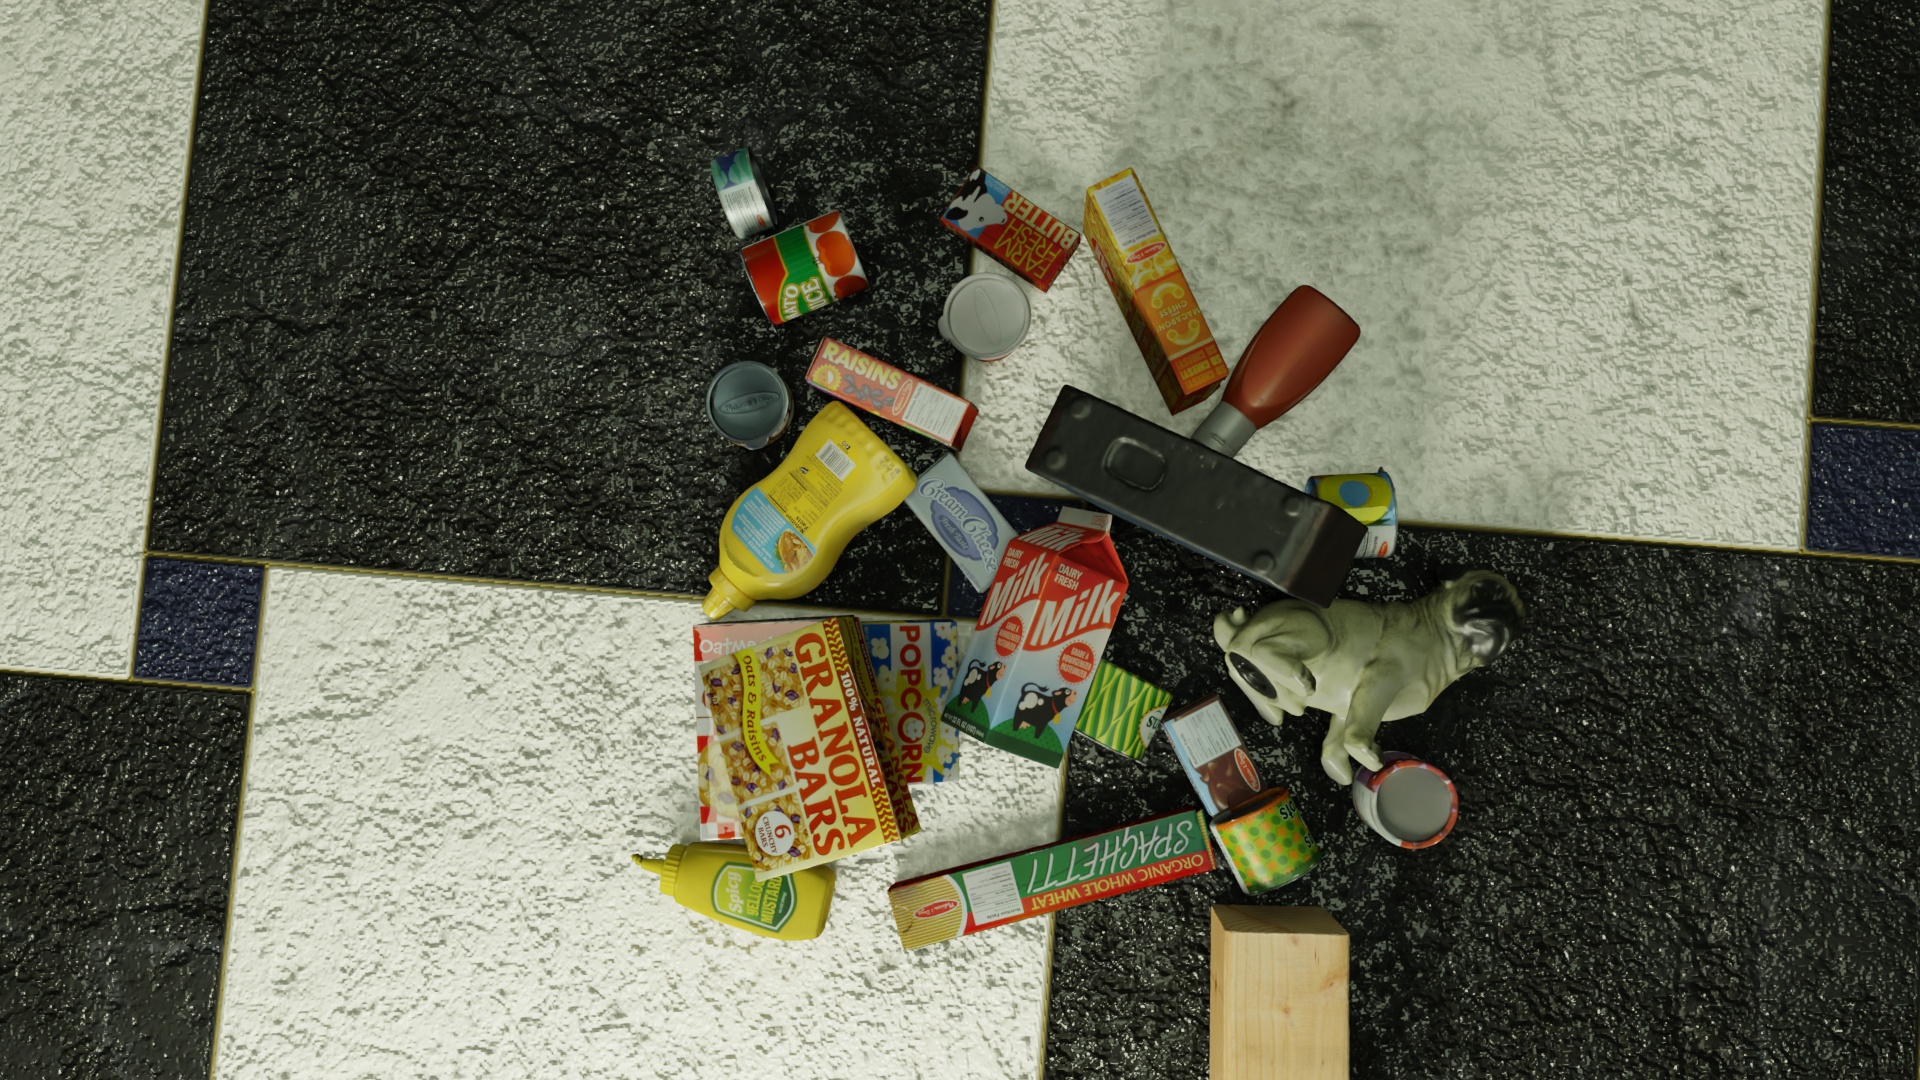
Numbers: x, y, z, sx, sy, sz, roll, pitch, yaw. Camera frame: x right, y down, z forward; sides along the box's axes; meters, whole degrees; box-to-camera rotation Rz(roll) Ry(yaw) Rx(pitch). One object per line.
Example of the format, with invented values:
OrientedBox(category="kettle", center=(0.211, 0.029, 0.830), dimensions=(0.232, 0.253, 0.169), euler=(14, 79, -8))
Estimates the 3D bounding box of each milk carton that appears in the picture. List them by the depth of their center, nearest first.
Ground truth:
OrientedBox(category="milk carton", center=(0.062, 0.066, 1.050), dimensions=(0.073, 0.072, 0.190), euler=(23, 85, -30))

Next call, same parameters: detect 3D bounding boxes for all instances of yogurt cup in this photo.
OrientedBox(category="yogurt cup", center=(0.021, -0.171, 1.088), dimensions=(0.072, 0.054, 0.072), euler=(0, 87, 3))

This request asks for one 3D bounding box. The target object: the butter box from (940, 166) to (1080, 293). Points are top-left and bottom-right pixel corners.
OrientedBox(category="butter box", center=(0.040, -0.247, 1.107), dimensions=(0.103, 0.024, 0.053), euler=(35, 88, 4))

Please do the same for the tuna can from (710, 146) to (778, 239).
OrientedBox(category="tuna can", center=(-0.171, -0.276, 1.100), dimensions=(0.033, 0.071, 0.071), euler=(-18, 86, 3))

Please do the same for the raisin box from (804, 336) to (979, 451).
OrientedBox(category="raisin box", center=(-0.051, -0.111, 1.073), dimensions=(0.123, 0.086, 0.040), euler=(25, 94, 4))

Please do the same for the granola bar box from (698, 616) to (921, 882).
OrientedBox(category="granola bar box", center=(-0.111, 0.152, 1.019), dimensions=(0.124, 0.039, 0.165), euler=(-21, 80, 20))

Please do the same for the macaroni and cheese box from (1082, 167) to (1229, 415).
OrientedBox(category="macaroni and cheese box", center=(0.146, -0.183, 1.048), dimensions=(0.040, 0.123, 0.166), euler=(-25, 86, 3))

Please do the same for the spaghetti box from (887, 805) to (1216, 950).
OrientedBox(category="spaghetti box", center=(0.071, 0.260, 1.073), dimensions=(0.250, 0.028, 0.050), euler=(-15, 86, 2))

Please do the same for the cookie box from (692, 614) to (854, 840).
OrientedBox(category="cookie box", center=(-0.142, 0.145, 1.086), dimensions=(0.123, 0.040, 0.167), euler=(-3, 88, 3))

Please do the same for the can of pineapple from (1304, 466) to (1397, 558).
OrientedBox(category="can of pineapple", center=(0.297, -0.020, 1.061), dimensions=(0.058, 0.071, 0.071), euler=(-3, 87, 3))

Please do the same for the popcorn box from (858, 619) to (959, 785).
OrientedBox(category="popcorn box", center=(-0.046, 0.124, 1.064), dimensions=(0.085, 0.038, 0.126), euler=(1, 86, -32))

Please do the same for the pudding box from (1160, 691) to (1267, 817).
OrientedBox(category="pudding box", center=(0.194, 0.165, 1.072), dimensions=(0.050, 0.030, 0.083), euler=(-28, 86, 0))

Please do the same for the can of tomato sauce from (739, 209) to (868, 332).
OrientedBox(category="can of tomato sauce", center=(-0.121, -0.212, 1.092), dimensions=(0.083, 0.071, 0.071), euler=(-22, 86, 1))

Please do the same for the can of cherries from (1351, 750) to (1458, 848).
OrientedBox(category="can of cherries", center=(0.337, 0.194, 1.049), dimensions=(0.071, 0.058, 0.071), euler=(0, 87, 3))

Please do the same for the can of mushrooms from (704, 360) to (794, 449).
OrientedBox(category="can of mushrooms", center=(-0.167, -0.105, 1.104), dimensions=(0.071, 0.033, 0.071), euler=(0, 86, 2))

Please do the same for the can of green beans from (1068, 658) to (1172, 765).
OrientedBox(category="can of green beans", center=(0.121, 0.129, 1.060), dimensions=(0.071, 0.071, 0.058), euler=(27, 88, 4))

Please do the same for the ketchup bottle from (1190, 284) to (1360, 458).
OrientedBox(category="ketchup bottle", center=(0.240, -0.125, 1.080), dimensions=(0.065, 0.043, 0.149), euler=(41, 90, 5))

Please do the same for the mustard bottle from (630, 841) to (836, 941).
OrientedBox(category="mustard bottle", center=(-0.180, 0.266, 1.075), dimensions=(0.160, 0.049, 0.065), euler=(11, 86, 3))

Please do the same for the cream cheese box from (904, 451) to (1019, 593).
OrientedBox(category="cream cheese box", center=(0.004, -0.014, 1.095), dimensions=(0.053, 0.024, 0.104), euler=(-39, 86, 0))

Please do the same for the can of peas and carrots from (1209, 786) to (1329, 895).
OrientedBox(category="can of peas and carrots", center=(0.232, 0.225, 1.048), dimensions=(0.071, 0.071, 0.059), euler=(-27, 85, 1))
